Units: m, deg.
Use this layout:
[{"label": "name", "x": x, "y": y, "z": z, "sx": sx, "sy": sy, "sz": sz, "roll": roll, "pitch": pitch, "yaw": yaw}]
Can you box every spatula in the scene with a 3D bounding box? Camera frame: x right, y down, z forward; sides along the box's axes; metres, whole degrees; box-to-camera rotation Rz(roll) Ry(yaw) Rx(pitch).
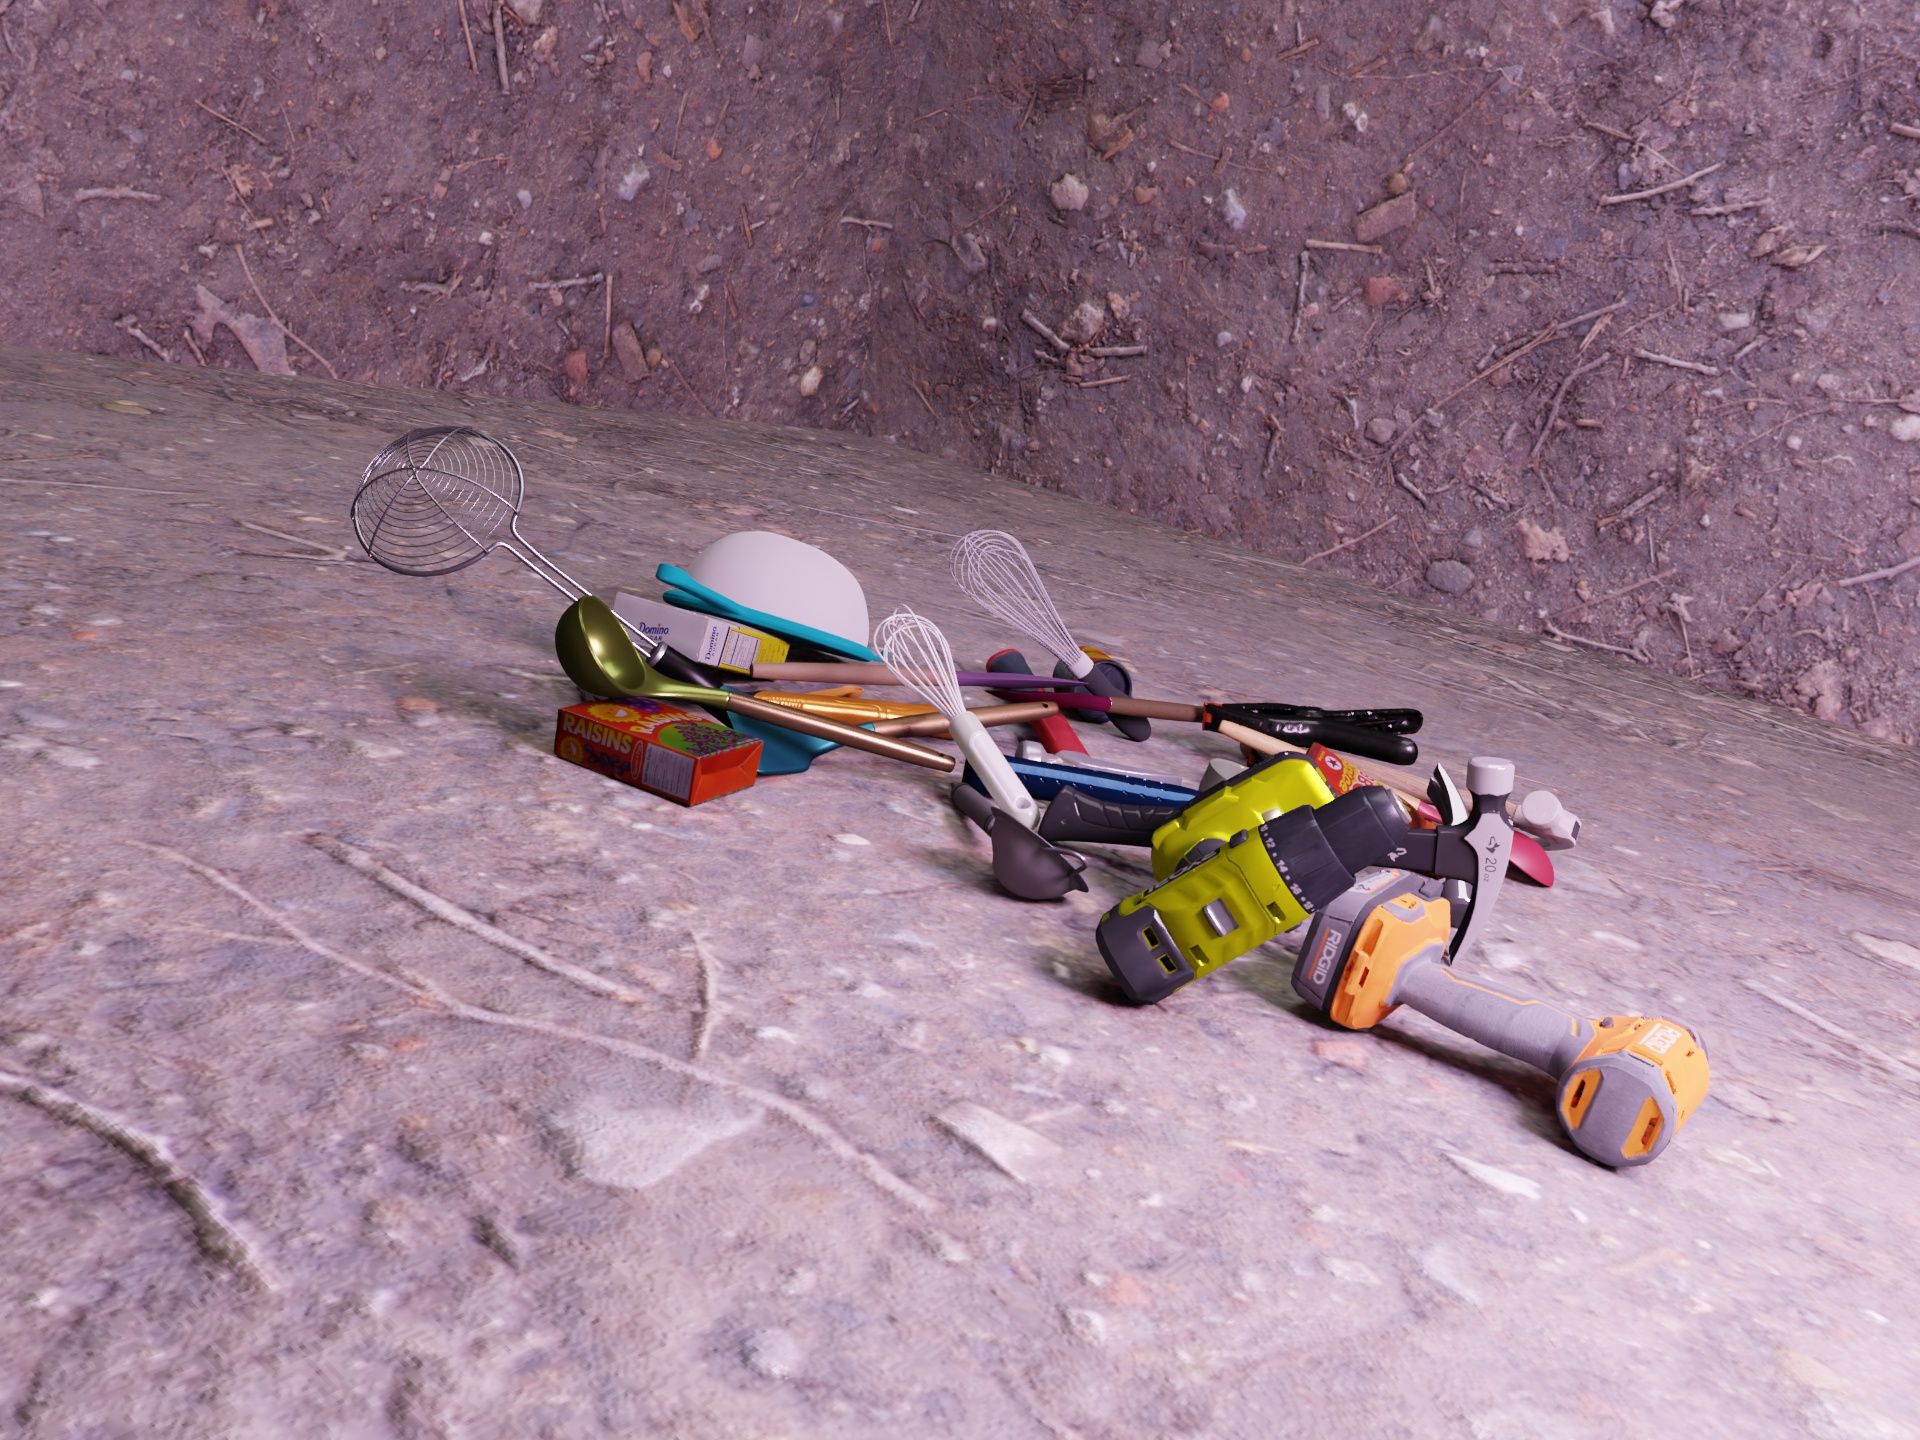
[{"label": "spatula", "x": -0.031, "y": -0.038, "z": 1.402, "sx": 0.315, "sy": 0.018, "sz": 0.060, "roll": 2, "pitch": -1, "yaw": -23}, {"label": "spatula", "x": -0.046, "y": 0.001, "z": 1.291, "sx": 0.317, "sy": 0.044, "sz": 0.082, "roll": -7, "pitch": 57, "yaw": -32}]

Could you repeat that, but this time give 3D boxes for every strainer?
[{"label": "strainer", "x": -0.191, "y": -0.136, "z": 1.480, "sx": 0.211, "sy": 0.095, "sz": 0.340, "roll": 16, "pitch": -3, "yaw": 16}, {"label": "strainer", "x": 0.029, "y": 0.081, "z": 1.132, "sx": 0.086, "sy": 0.050, "sz": 0.259, "roll": 45, "pitch": -3, "yaw": -19}]

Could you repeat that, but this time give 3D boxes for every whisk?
[{"label": "whisk", "x": 0.091, "y": -0.073, "z": 1.496, "sx": 0.284, "sy": 0.070, "sz": 0.070, "roll": 46, "pitch": 0, "yaw": -25}, {"label": "whisk", "x": -0.002, "y": -0.004, "z": 1.256, "sx": 0.058, "sy": 0.059, "sz": 0.247, "roll": -15, "pitch": 50, "yaw": -24}]

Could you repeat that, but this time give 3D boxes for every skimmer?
[{"label": "skimmer", "x": -0.289, "y": -0.085, "z": 1.212, "sx": 0.363, "sy": 0.127, "sz": 0.090, "roll": 39, "pitch": -21, "yaw": -22}]

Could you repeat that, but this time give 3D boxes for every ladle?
[{"label": "ladle", "x": -0.145, "y": -0.017, "z": 1.184, "sx": 0.320, "sy": 0.062, "sz": 0.078, "roll": 17, "pitch": 33, "yaw": -20}, {"label": "ladle", "x": 0.372, "y": 0.066, "z": 1.384, "sx": 0.315, "sy": 0.031, "sz": 0.069, "roll": 23, "pitch": 15, "yaw": 5}]

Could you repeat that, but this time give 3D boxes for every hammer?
[{"label": "hammer", "x": 0.204, "y": 0.067, "z": 1.258, "sx": 0.405, "sy": 0.035, "sz": 0.144, "roll": 9, "pitch": 45, "yaw": 4}, {"label": "hammer", "x": 0.093, "y": -0.001, "z": 1.497, "sx": 0.143, "sy": 0.038, "sz": 0.386, "roll": 11, "pitch": 15, "yaw": -10}, {"label": "hammer", "x": 0.411, "y": 0.060, "z": 1.483, "sx": 0.331, "sy": 0.031, "sz": 0.130, "roll": 17, "pitch": -9, "yaw": 38}, {"label": "hammer", "x": -0.147, "y": -0.011, "z": 1.340, "sx": 0.336, "sy": 0.034, "sz": 0.127, "roll": 6, "pitch": 15, "yaw": -25}, {"label": "hammer", "x": 0.221, "y": 0.089, "z": 1.151, "sx": 0.335, "sy": 0.146, "sz": 0.035, "roll": 4, "pitch": 12, "yaw": 13}]

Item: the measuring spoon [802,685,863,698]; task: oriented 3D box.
[{"label": "measuring spoon", "x": -0.128, "y": -0.018, "z": 1.439, "sx": 0.021, "sy": 0.011, "sz": 0.117, "roll": 17, "pitch": 18, "yaw": 32}]

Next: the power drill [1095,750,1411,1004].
[{"label": "power drill", "x": 0.189, "y": 0.085, "z": 1.001, "sx": 0.080, "sy": 0.190, "sz": 0.228, "roll": 58, "pitch": 15, "yaw": 0}]

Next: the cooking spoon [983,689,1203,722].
[{"label": "cooking spoon", "x": 0.155, "y": -0.013, "z": 1.488, "sx": 0.318, "sy": 0.017, "sz": 0.069, "roll": 5, "pitch": -1, "yaw": -37}]

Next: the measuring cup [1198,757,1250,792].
[{"label": "measuring cup", "x": 0.276, "y": 0.088, "z": 1.337, "sx": 0.167, "sy": 0.038, "sz": 0.083, "roll": 28, "pitch": 17, "yaw": 2}]

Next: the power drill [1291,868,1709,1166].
[{"label": "power drill", "x": 0.335, "y": 0.173, "z": 0.962, "sx": 0.227, "sy": 0.084, "sz": 0.164, "roll": 27, "pitch": 20, "yaw": 32}]
